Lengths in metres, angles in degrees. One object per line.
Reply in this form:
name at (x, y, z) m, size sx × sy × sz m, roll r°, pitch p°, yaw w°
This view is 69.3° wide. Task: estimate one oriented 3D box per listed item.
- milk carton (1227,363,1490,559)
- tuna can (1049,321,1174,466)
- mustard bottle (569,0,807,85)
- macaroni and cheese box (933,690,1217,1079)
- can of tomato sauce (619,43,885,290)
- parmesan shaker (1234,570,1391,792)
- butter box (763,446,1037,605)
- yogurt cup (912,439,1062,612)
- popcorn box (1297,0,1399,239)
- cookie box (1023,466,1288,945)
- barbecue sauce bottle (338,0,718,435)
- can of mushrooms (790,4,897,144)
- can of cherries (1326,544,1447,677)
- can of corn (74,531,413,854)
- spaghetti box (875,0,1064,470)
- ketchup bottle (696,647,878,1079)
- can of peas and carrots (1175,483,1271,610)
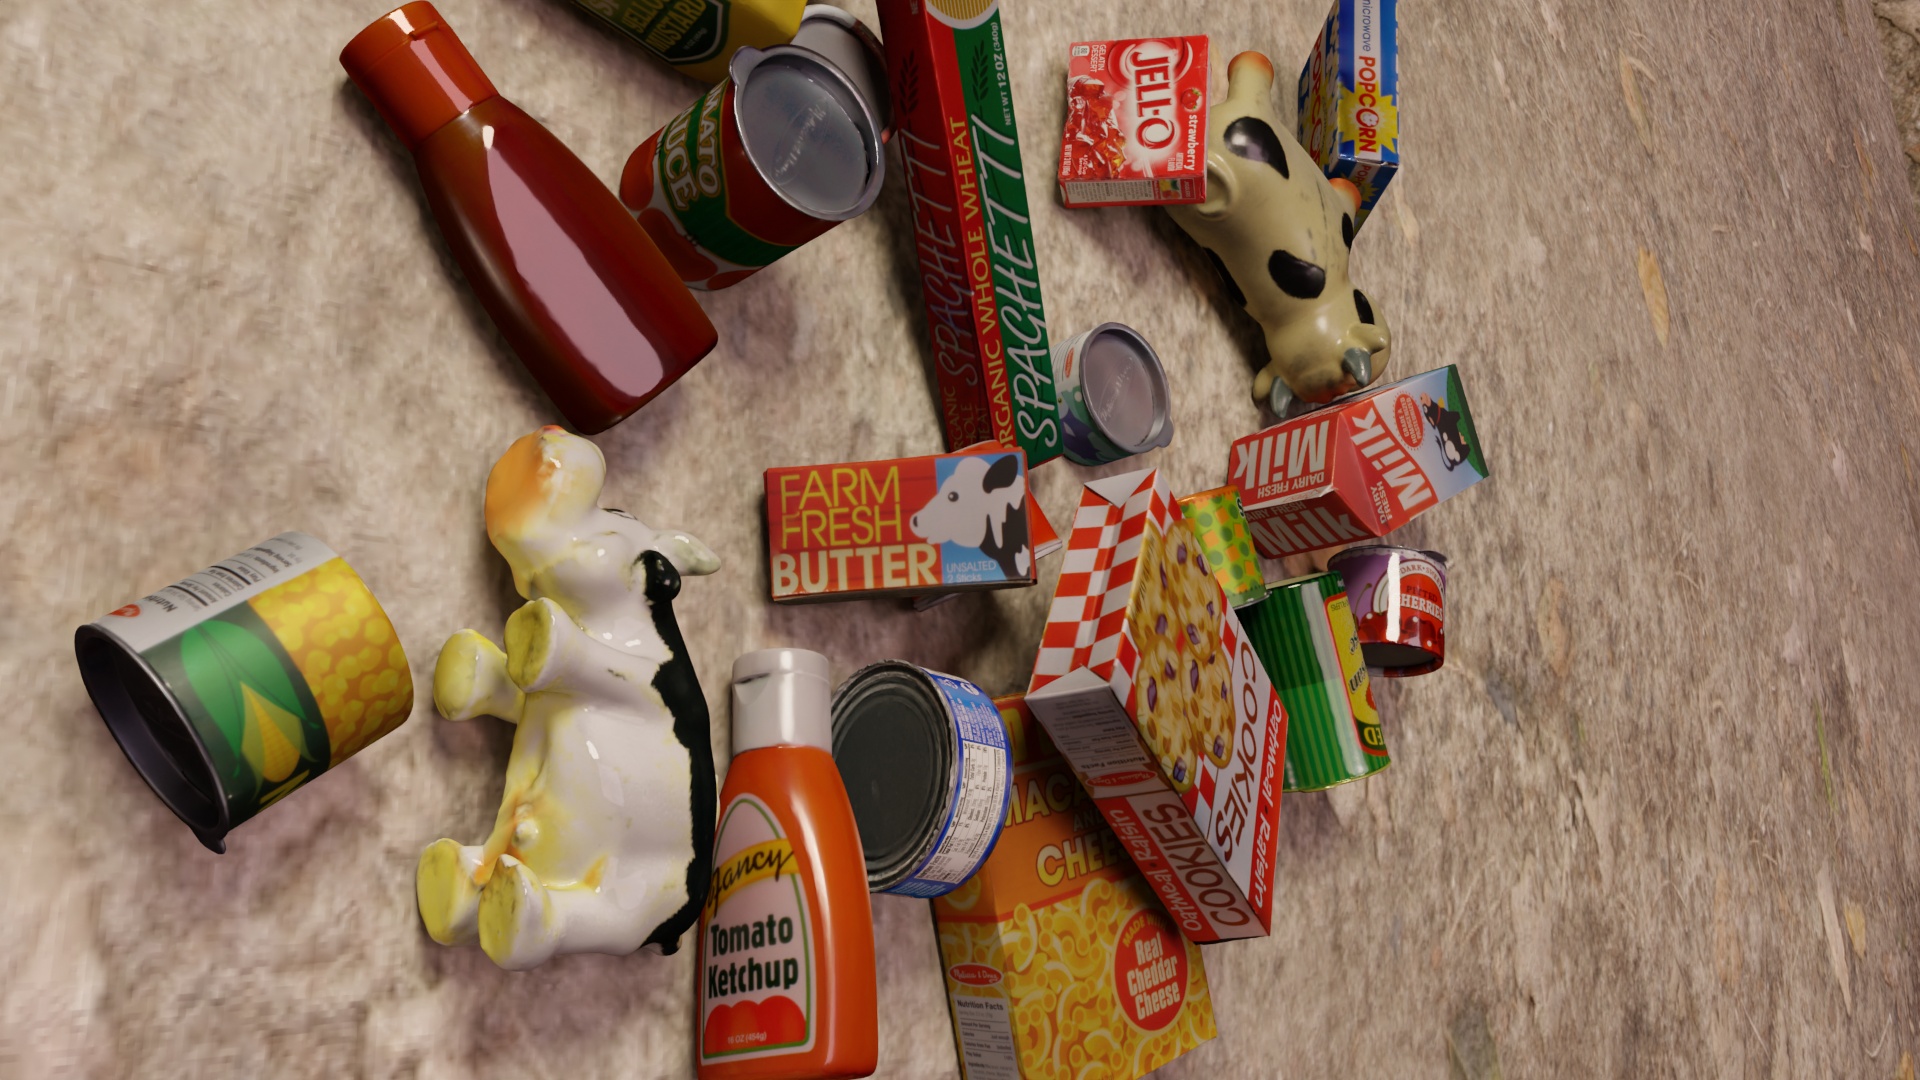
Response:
milk carton at (0.221, -0.042, 0.790) m, size 0.191 × 0.072 × 0.073 m, roll -21°, pitch 94°, yaw -44°
tuna can at (0.072, -0.070, 0.685) m, size 0.071 × 0.032 × 0.071 m, roll 13°, pitch 70°, yaw -40°
mustard bottle at (-0.136, -0.229, 0.516) m, size 0.160 × 0.065 × 0.049 m, roll 22°, pitch 62°, yaw -31°
macaroni and cheese box at (0.046, 0.147, 0.596) m, size 0.124 × 0.040 × 0.166 m, roll -5°, pitch 82°, yaw -45°
can of tomato sauce at (-0.081, -0.139, 0.525) m, size 0.071 × 0.083 × 0.071 m, roll 13°, pitch 70°, yaw -40°
parmesan shaker at (0.177, 0.072, 0.719) m, size 0.071 × 0.071 × 0.103 m, roll -12°, pitch 87°, yaw -44°
butter box at (-0.024, -0.005, 0.539) m, size 0.024 × 0.103 × 0.053 m, roll 67°, pitch 19°, yaw -79°
yogurt cup at (0.002, -0.007, 0.583) m, size 0.073 × 0.072 × 0.054 m, roll -21°, pitch 86°, yaw -44°
popcorn box at (0.237, -0.260, 0.853) m, size 0.038 × 0.085 × 0.127 m, roll 7°, pitch 70°, yaw -2°
cookie box at (0.091, 0.072, 0.592) m, size 0.167 × 0.040 × 0.123 m, roll 57°, pitch 35°, yaw -32°
barbecue sauce bottle at (-0.150, -0.112, 0.482) m, size 0.148 × 0.043 × 0.065 m, roll 55°, pitch 48°, yaw -17°
can of mushrooms at (-0.058, -0.190, 0.596) m, size 0.071 × 0.033 × 0.071 m, roll 14°, pitch 69°, yaw -40°
can of cherries at (0.242, 0.041, 0.787) m, size 0.071 × 0.071 × 0.058 m, roll 26°, pitch 63°, yaw -36°
can of corn at (-0.194, 0.041, 0.383) m, size 0.058 × 0.071 × 0.071 m, roll -37°, pitch 104°, yaw -43°
spaghetti box at (0.004, -0.148, 0.604) m, size 0.050 × 0.028 × 0.249 m, roll -25°, pitch 111°, yaw -45°
ketchup bottle at (-0.062, 0.114, 0.493) m, size 0.043 × 0.064 × 0.149 m, roll 29°, pitch 50°, yaw -51°
can of peas and carrots at (0.113, 0.007, 0.677) m, size 0.071 × 0.071 × 0.058 m, roll -15°, pitch 89°, yaw -44°
